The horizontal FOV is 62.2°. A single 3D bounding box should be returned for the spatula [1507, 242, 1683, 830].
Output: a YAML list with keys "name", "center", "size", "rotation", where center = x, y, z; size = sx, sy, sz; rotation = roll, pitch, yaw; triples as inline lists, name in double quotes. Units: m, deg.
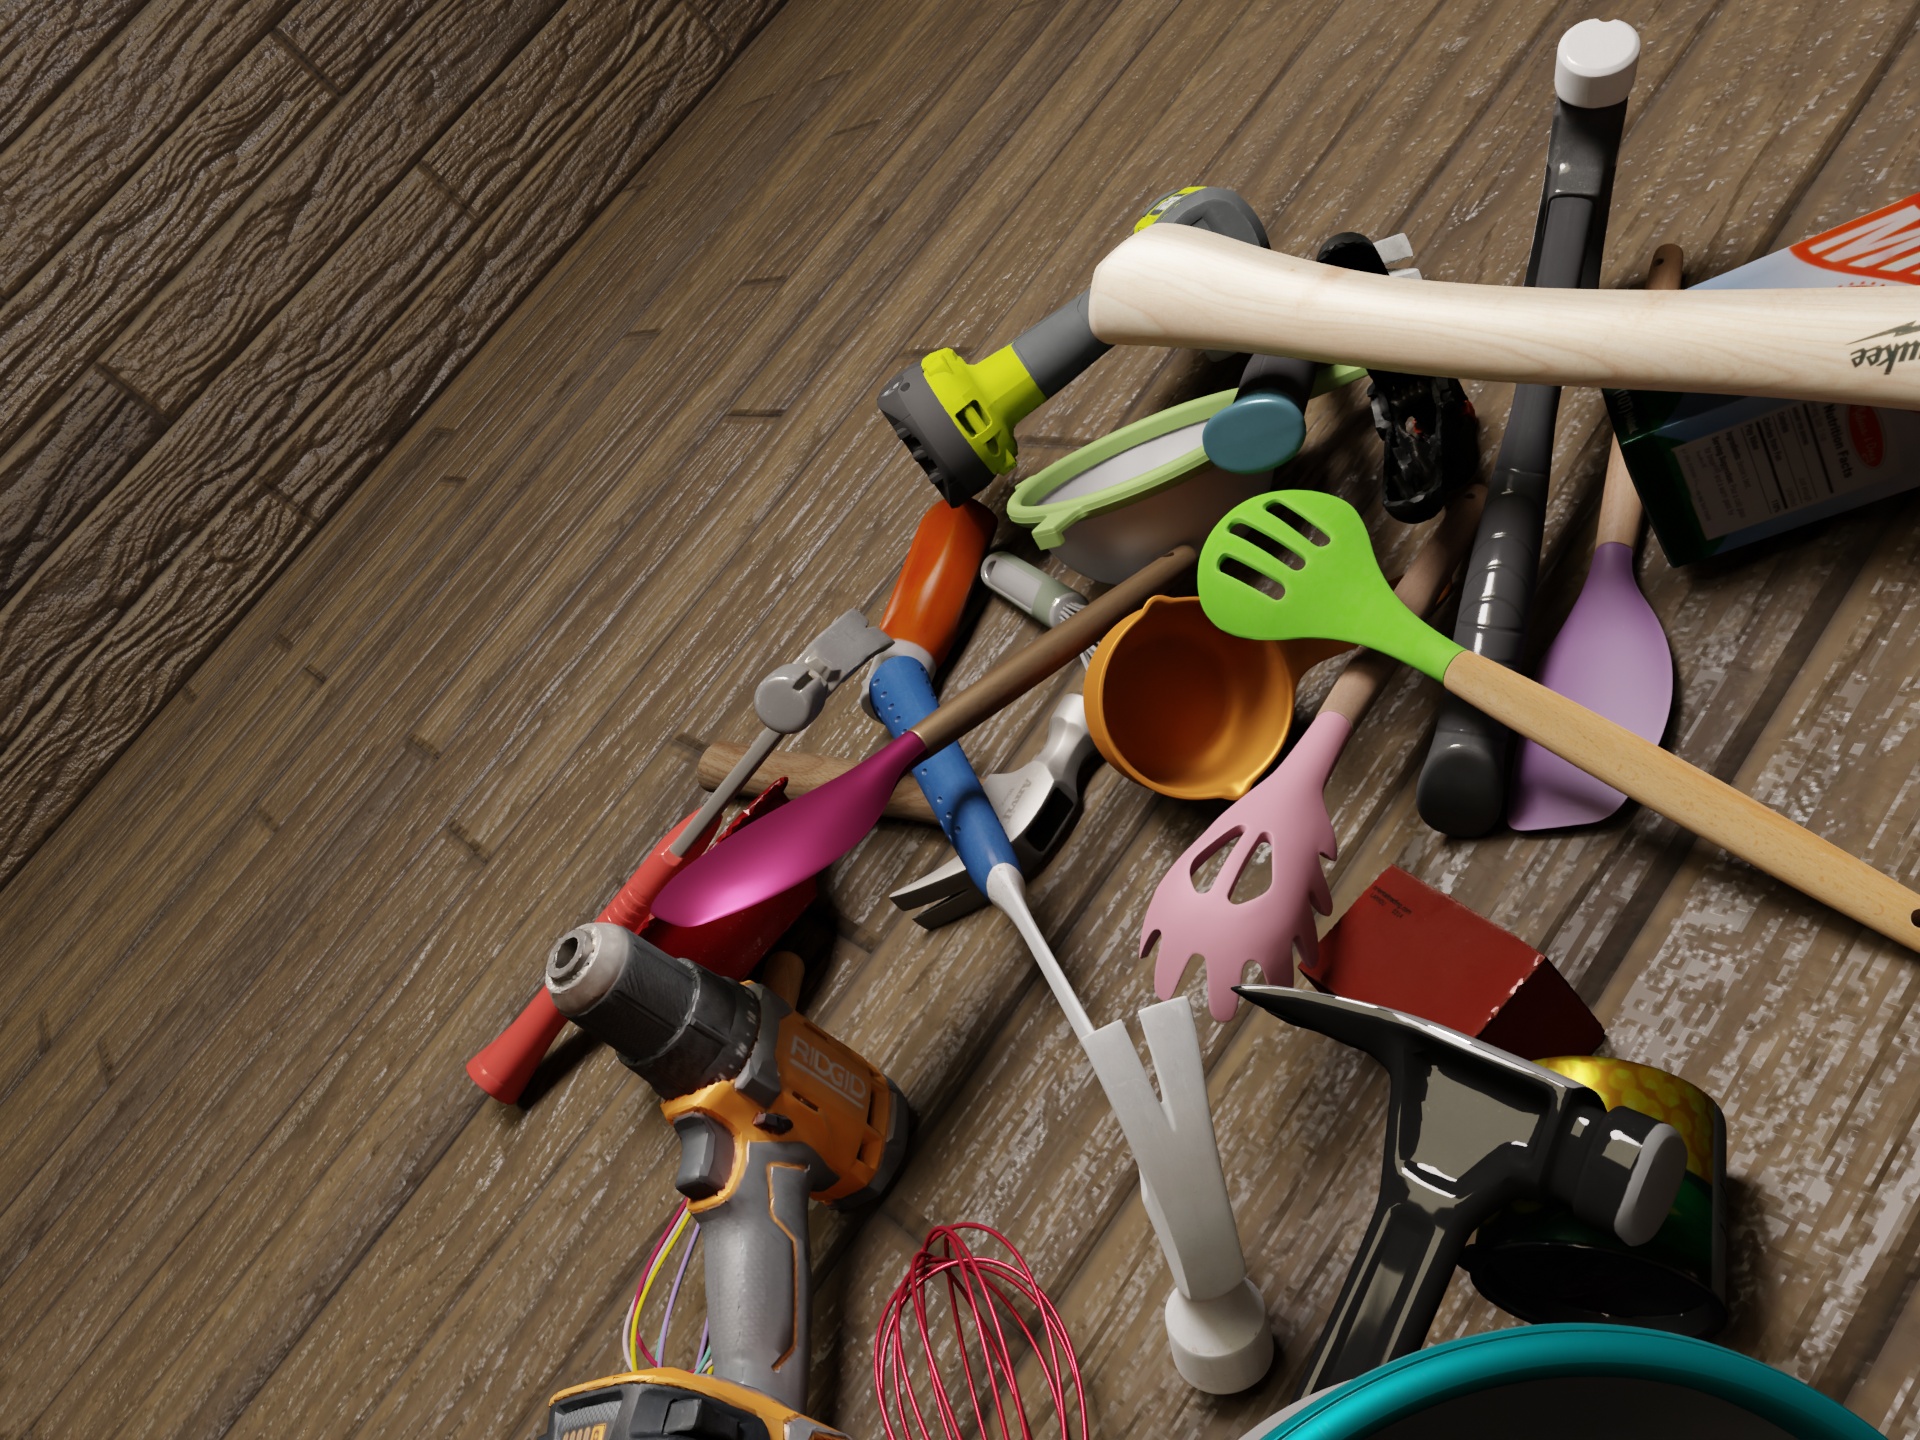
- name: "spatula"
  center: [0.274, -0.088, 0.654]
  size: [0.060, 0.018, 0.316]
  rotation: [-15, 44, 46]

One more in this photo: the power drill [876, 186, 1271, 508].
- name: "power drill"
  center: [0.067, -0.230, 0.934]
  size: [0.228, 0.080, 0.191]
  rotation: [-34, 15, 11]

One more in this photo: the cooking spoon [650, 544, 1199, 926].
- name: "cooking spoon"
  center: [-0.001, -0.002, 0.693]
  size: [0.319, 0.017, 0.069]
  rotation: [-34, 26, -31]

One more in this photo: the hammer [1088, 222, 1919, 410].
- name: "hammer"
  center: [0.227, -0.124, 0.553]
  size: [0.411, 0.038, 0.146]
  rotation: [13, 90, 32]

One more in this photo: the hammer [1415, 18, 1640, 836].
- name: "hammer"
  center: [0.234, -0.110, 0.658]
  size: [0.035, 0.146, 0.335]
  rotation: [10, 69, 19]

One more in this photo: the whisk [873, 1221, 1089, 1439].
- name: "whisk"
  center: [0.028, 0.282, 0.485]
  size: [0.073, 0.073, 0.296]
  rotation: [-38, 39, 13]

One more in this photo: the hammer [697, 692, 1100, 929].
- name: "hammer"
  center: [-0.058, 0.040, 0.890]
  size: [0.331, 0.031, 0.130]
  rotation: [4, 56, 52]

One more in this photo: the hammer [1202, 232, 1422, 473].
- name: "hammer"
  center: [0.159, -0.179, 0.776]
  size: [0.128, 0.033, 0.331]
  rotation: [-19, 18, 24]

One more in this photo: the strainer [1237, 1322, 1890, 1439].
- name: "strainer"
  center: [0.045, 0.206, 0.320]
  size: [0.095, 0.340, 0.211]
  rotation: [141, 143, -80]

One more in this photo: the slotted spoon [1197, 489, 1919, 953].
- name: "slotted spoon"
  center: [0.197, -0.008, 0.558]
  size: [0.070, 0.031, 0.314]
  rotation: [-51, 50, -1]

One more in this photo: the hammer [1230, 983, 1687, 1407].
- name: "hammer"
  center: [0.064, 0.236, 0.415]
  size: [0.127, 0.034, 0.337]
  rotation: [18, 78, 45]

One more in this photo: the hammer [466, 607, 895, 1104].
- name: "hammer"
  center: [-0.167, 0.086, 0.891]
  size: [0.359, 0.036, 0.149]
  rotation: [-49, 1, 21]

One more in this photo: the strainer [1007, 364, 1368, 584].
- name: "strainer"
  center: [0.153, -0.133, 0.822]
  size: [0.256, 0.069, 0.151]
  rotation: [-22, 17, 5]

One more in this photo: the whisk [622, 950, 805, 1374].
- name: "whisk"
  center: [-0.108, 0.203, 0.745]
  size: [0.051, 0.047, 0.245]
  rotation: [-51, 18, 39]

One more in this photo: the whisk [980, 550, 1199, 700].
- name: "whisk"
  center: [0.061, -0.054, 0.846]
  size: [0.246, 0.059, 0.058]
  rotation: [42, 115, 63]

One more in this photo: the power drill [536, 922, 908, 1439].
- name: "power drill"
  center: [-0.101, 0.199, 0.612]
  size: [0.084, 0.185, 0.226]
  rotation: [-25, 40, 28]

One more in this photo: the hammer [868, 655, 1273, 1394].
- name: "hammer"
  center: [0.022, 0.070, 0.654]
  size: [0.035, 0.144, 0.406]
  rotation: [-20, 31, -7]

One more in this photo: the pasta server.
- name: "pasta server"
  center: [0.155, -0.007, 0.624]
  size: [0.060, 0.040, 0.316]
  rotation: [17, 43, 26]

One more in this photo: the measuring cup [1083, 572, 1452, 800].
- name: "measuring cup"
  center: [0.135, -0.028, 0.712]
  size: [0.173, 0.095, 0.052]
  rotation: [-25, 5, -9]
